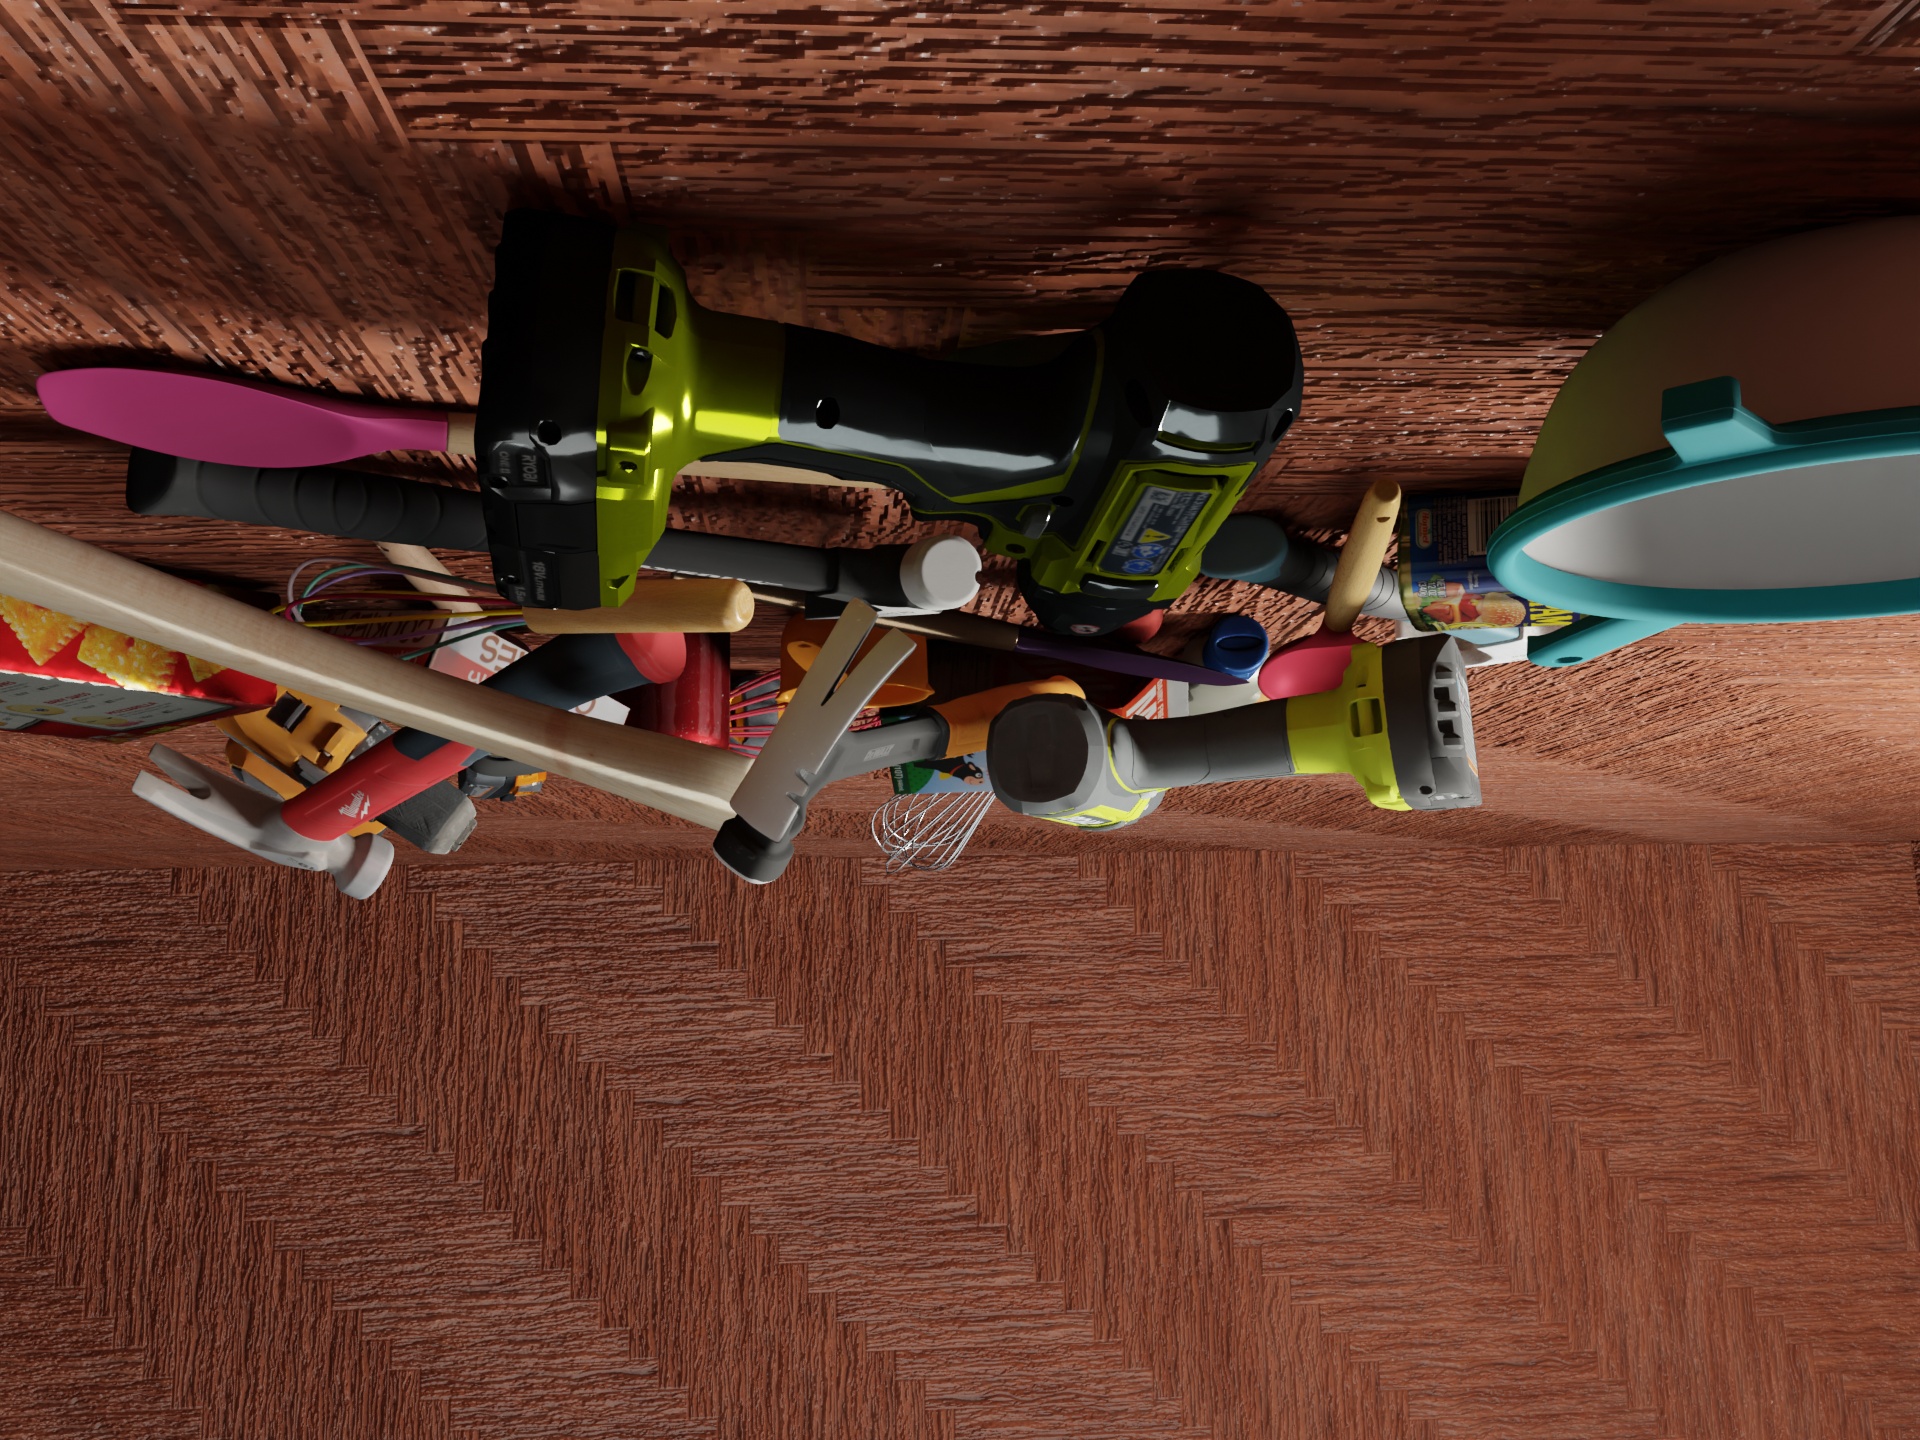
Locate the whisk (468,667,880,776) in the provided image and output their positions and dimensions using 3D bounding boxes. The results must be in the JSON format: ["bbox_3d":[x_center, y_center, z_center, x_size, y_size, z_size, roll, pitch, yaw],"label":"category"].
[{"bbox_3d":[-0.172,0.005,1.034,0.295,0.073,0.073,-8,175,-28],"label":"whisk"}]

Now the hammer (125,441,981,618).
[{"bbox_3d":[-0.170,-0.079,0.680,0.334,0.035,0.146,6,179,-23],"label":"hammer"}]

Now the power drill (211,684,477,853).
[{"bbox_3d":[-0.394,0.029,1.021,0.185,0.084,0.226,36,163,-9],"label":"power drill"}]

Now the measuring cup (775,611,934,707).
[{"bbox_3d":[-0.069,-0.046,0.894,0.095,0.052,0.173,-3,169,9],"label":"measuring cup"}]

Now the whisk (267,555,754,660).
[{"bbox_3d":[-0.195,-0.045,0.663,0.245,0.051,0.047,1,171,25],"label":"whisk"}]

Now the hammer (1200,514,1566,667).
[{"bbox_3d":[0.241,-0.066,0.865,0.128,0.033,0.330,-11,166,43],"label":"hammer"}]

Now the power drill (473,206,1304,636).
[{"bbox_3d":[-0.028,-0.078,0.496,0.223,0.080,0.171,5,157,-10],"label":"power drill"}]

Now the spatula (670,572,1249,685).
[{"bbox_3d":[0.005,-0.049,0.842,0.315,0.018,0.060,11,176,-13],"label":"spatula"}]

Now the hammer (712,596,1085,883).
[{"bbox_3d":[-0.001,-0.003,0.800,0.034,0.127,0.337,37,-162,16],"label":"hammer"}]

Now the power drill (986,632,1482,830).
[{"bbox_3d":[0.146,0.017,0.827,0.228,0.080,0.190,-7,170,20],"label":"power drill"}]

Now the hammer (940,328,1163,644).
[{"bbox_3d":[0.068,-0.088,0.698,0.149,0.037,0.359,-3,170,12],"label":"hammer"}]

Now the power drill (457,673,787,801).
[{"bbox_3d":[-0.243,0.011,1.144,0.226,0.084,0.164,-2,172,-21],"label":"power drill"}]

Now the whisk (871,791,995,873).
[{"bbox_3d":[0.027,0.031,1.128,0.070,0.070,0.284,6,144,-39],"label":"whisk"}]

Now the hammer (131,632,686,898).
[{"bbox_3d":[-0.273,0.006,0.787,0.143,0.038,0.386,34,141,-32],"label":"hammer"}]

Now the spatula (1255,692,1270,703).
[{"bbox_3d":[0.173,-0.011,1.177,0.322,0.041,0.081,-2,153,-7],"label":"spatula"}]

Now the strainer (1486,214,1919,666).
[{"bbox_3d":[0.270,-0.087,0.551,0.211,0.095,0.340,1,173,-1],"label":"strainer"}]

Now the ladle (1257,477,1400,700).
[{"bbox_3d":[0.181,-0.054,0.755,0.069,0.031,0.315,-6,167,6],"label":"ladle"}]

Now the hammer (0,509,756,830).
[{"bbox_3d":[-0.273,-0.024,0.652,0.410,0.038,0.146,21,153,-25],"label":"hammer"}]

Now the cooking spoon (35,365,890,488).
[{"bbox_3d":[-0.167,-0.107,0.600,0.318,0.017,0.068,2,163,-19],"label":"cooking spoon"}]

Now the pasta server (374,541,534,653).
[{"bbox_3d":[-0.274,-0.052,0.869,0.060,0.040,0.316,17,169,-1],"label":"pasta server"}]
